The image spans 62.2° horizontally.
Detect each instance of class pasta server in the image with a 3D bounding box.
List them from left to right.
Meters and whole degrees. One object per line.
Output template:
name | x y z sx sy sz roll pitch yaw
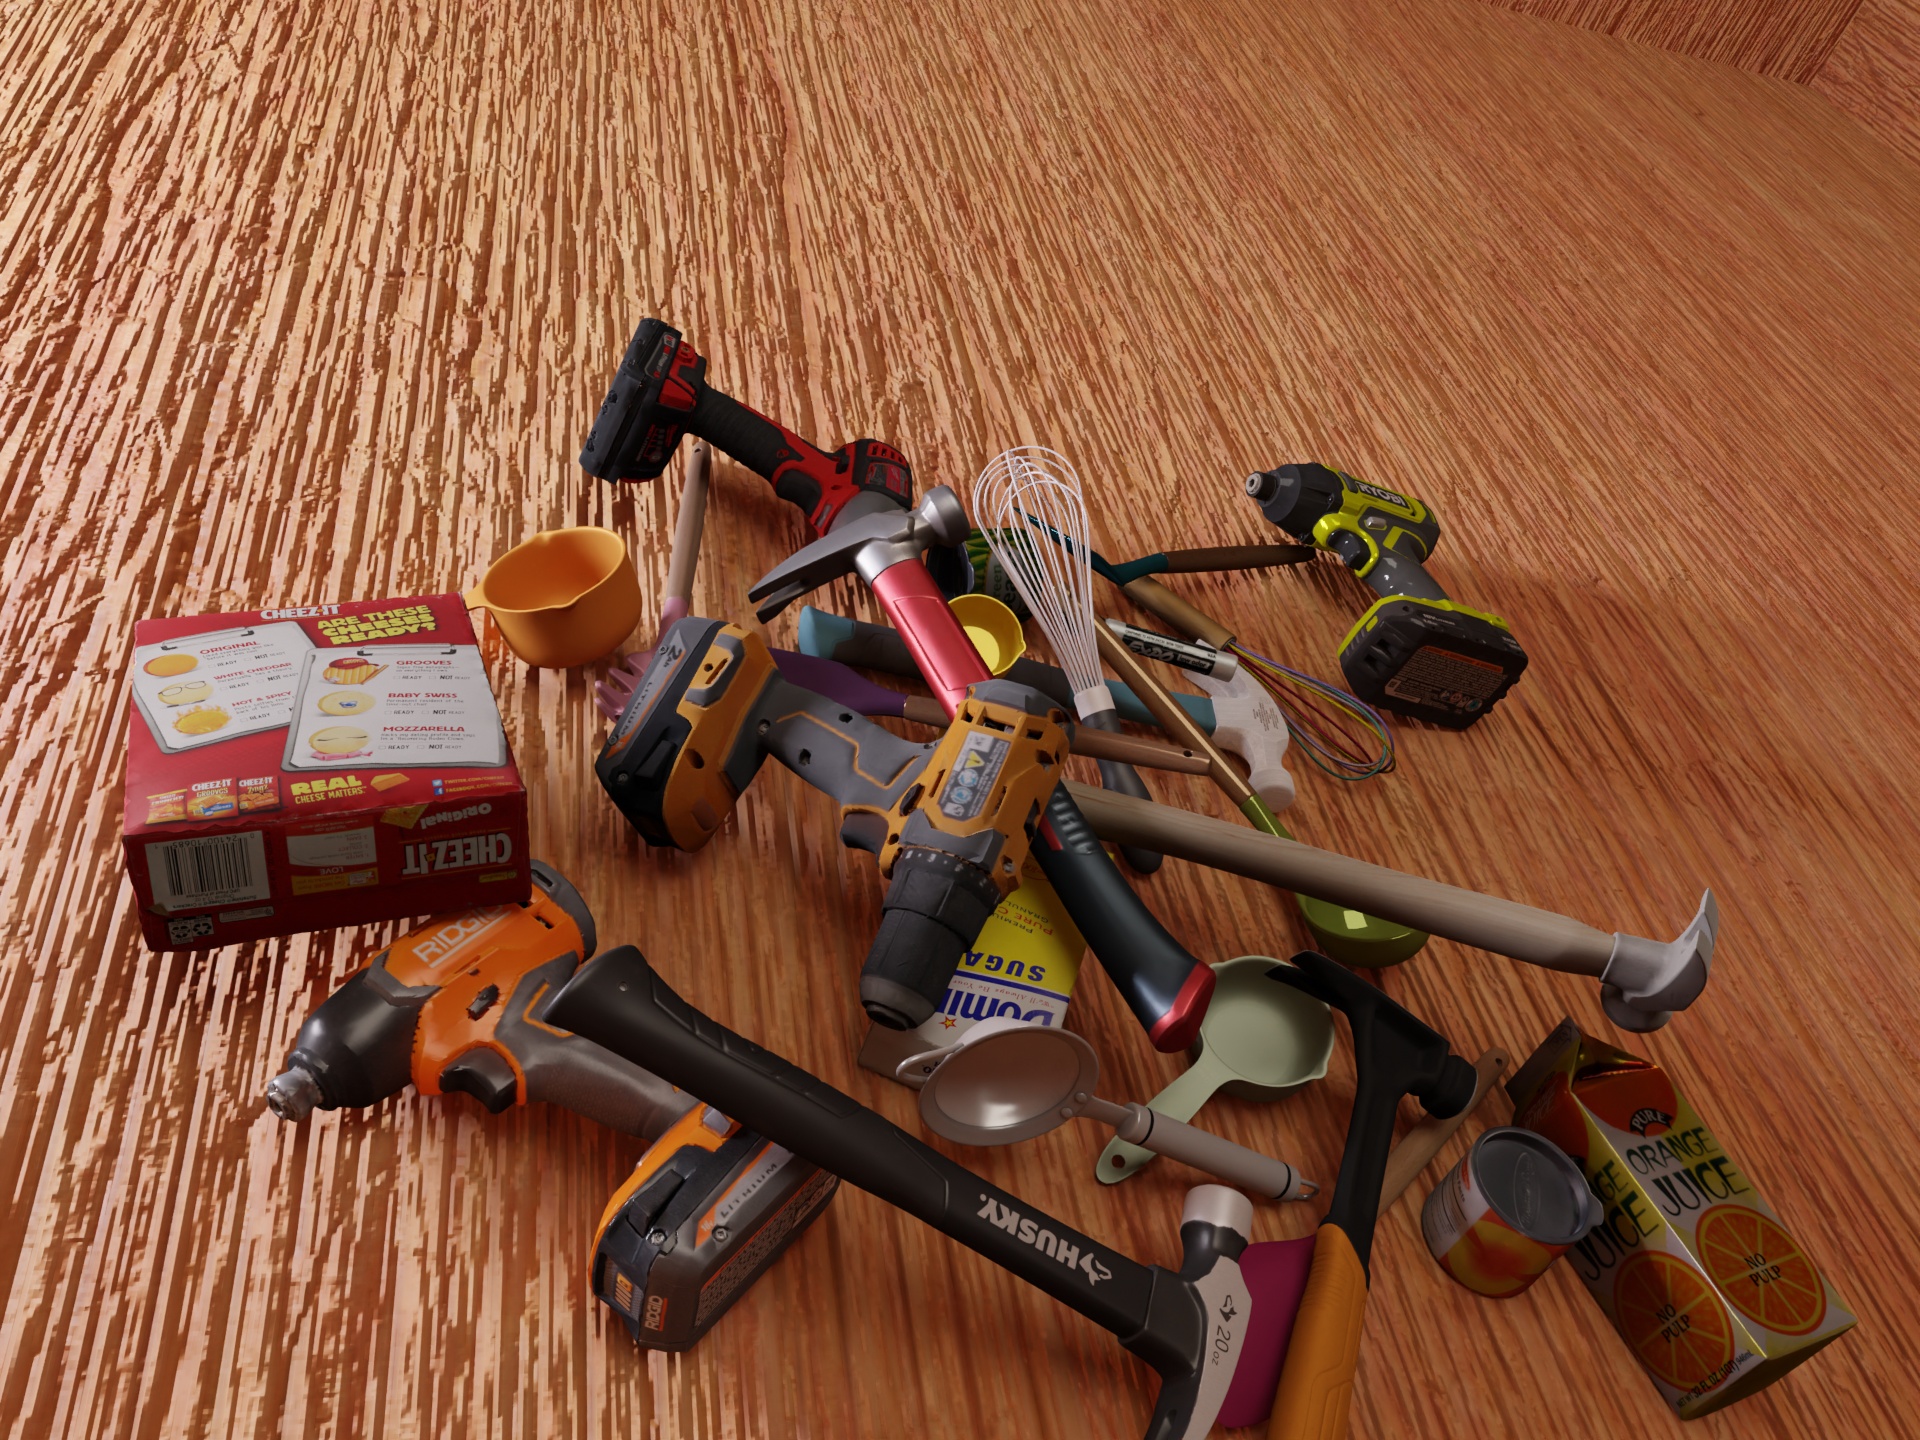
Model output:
pasta server | -0.181 -0.096 1.018 0.060 0.040 0.317 -11 41 7

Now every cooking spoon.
cooking spoon | 0.210 0.247 0.815 0.319 0.017 0.069 -27 79 -43

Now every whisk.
whisk | 0.072 -0.040 0.987 0.070 0.070 0.285 -9 75 -30
whisk | 0.203 -0.035 1.116 0.245 0.051 0.047 39 9 26

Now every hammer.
hammer | -0.022 0.195 0.662 0.334 0.035 0.146 33 46 -12
hammer | 0.012 0.025 0.883 0.143 0.038 0.387 -27 56 -6
hammer | 0.056 -0.023 1.041 0.331 0.033 0.128 12 42 -10
hammer | 0.187 0.078 0.867 0.411 0.146 0.038 15 68 17
hammer | 0.168 0.265 0.737 0.127 0.034 0.337 36 47 -11

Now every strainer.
strainer | 0.076 0.192 0.771 0.258 0.087 0.050 27 29 -23

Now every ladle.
ladle | 0.165 0.023 0.981 0.078 0.062 0.320 -28 70 -35

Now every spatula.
spatula | -0.008 -0.002 0.944 0.316 0.018 0.060 11 49 14
spatula | 0.167 -0.125 1.157 0.317 0.044 0.082 -8 32 -43

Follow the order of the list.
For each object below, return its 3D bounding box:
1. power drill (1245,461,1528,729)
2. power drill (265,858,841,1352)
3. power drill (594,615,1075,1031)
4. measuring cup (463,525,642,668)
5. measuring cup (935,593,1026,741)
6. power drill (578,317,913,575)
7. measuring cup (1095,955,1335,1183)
power drill | 0.311 -0.106 1.189 0.171 0.080 0.223 13 39 -27
power drill | -0.179 0.169 0.703 0.227 0.084 0.164 32 42 20
power drill | -0.073 0.048 0.824 0.226 0.084 0.185 15 64 19
measuring cup | -0.270 -0.053 0.934 0.173 0.052 0.095 -24 39 -10
measuring cup | -0.002 -0.003 0.977 0.062 0.029 0.157 14 69 -4
power drill | -0.133 -0.172 1.065 0.219 0.078 0.143 24 31 -16
measuring cup | 0.128 0.193 0.842 0.167 0.038 0.083 -36 67 -26
